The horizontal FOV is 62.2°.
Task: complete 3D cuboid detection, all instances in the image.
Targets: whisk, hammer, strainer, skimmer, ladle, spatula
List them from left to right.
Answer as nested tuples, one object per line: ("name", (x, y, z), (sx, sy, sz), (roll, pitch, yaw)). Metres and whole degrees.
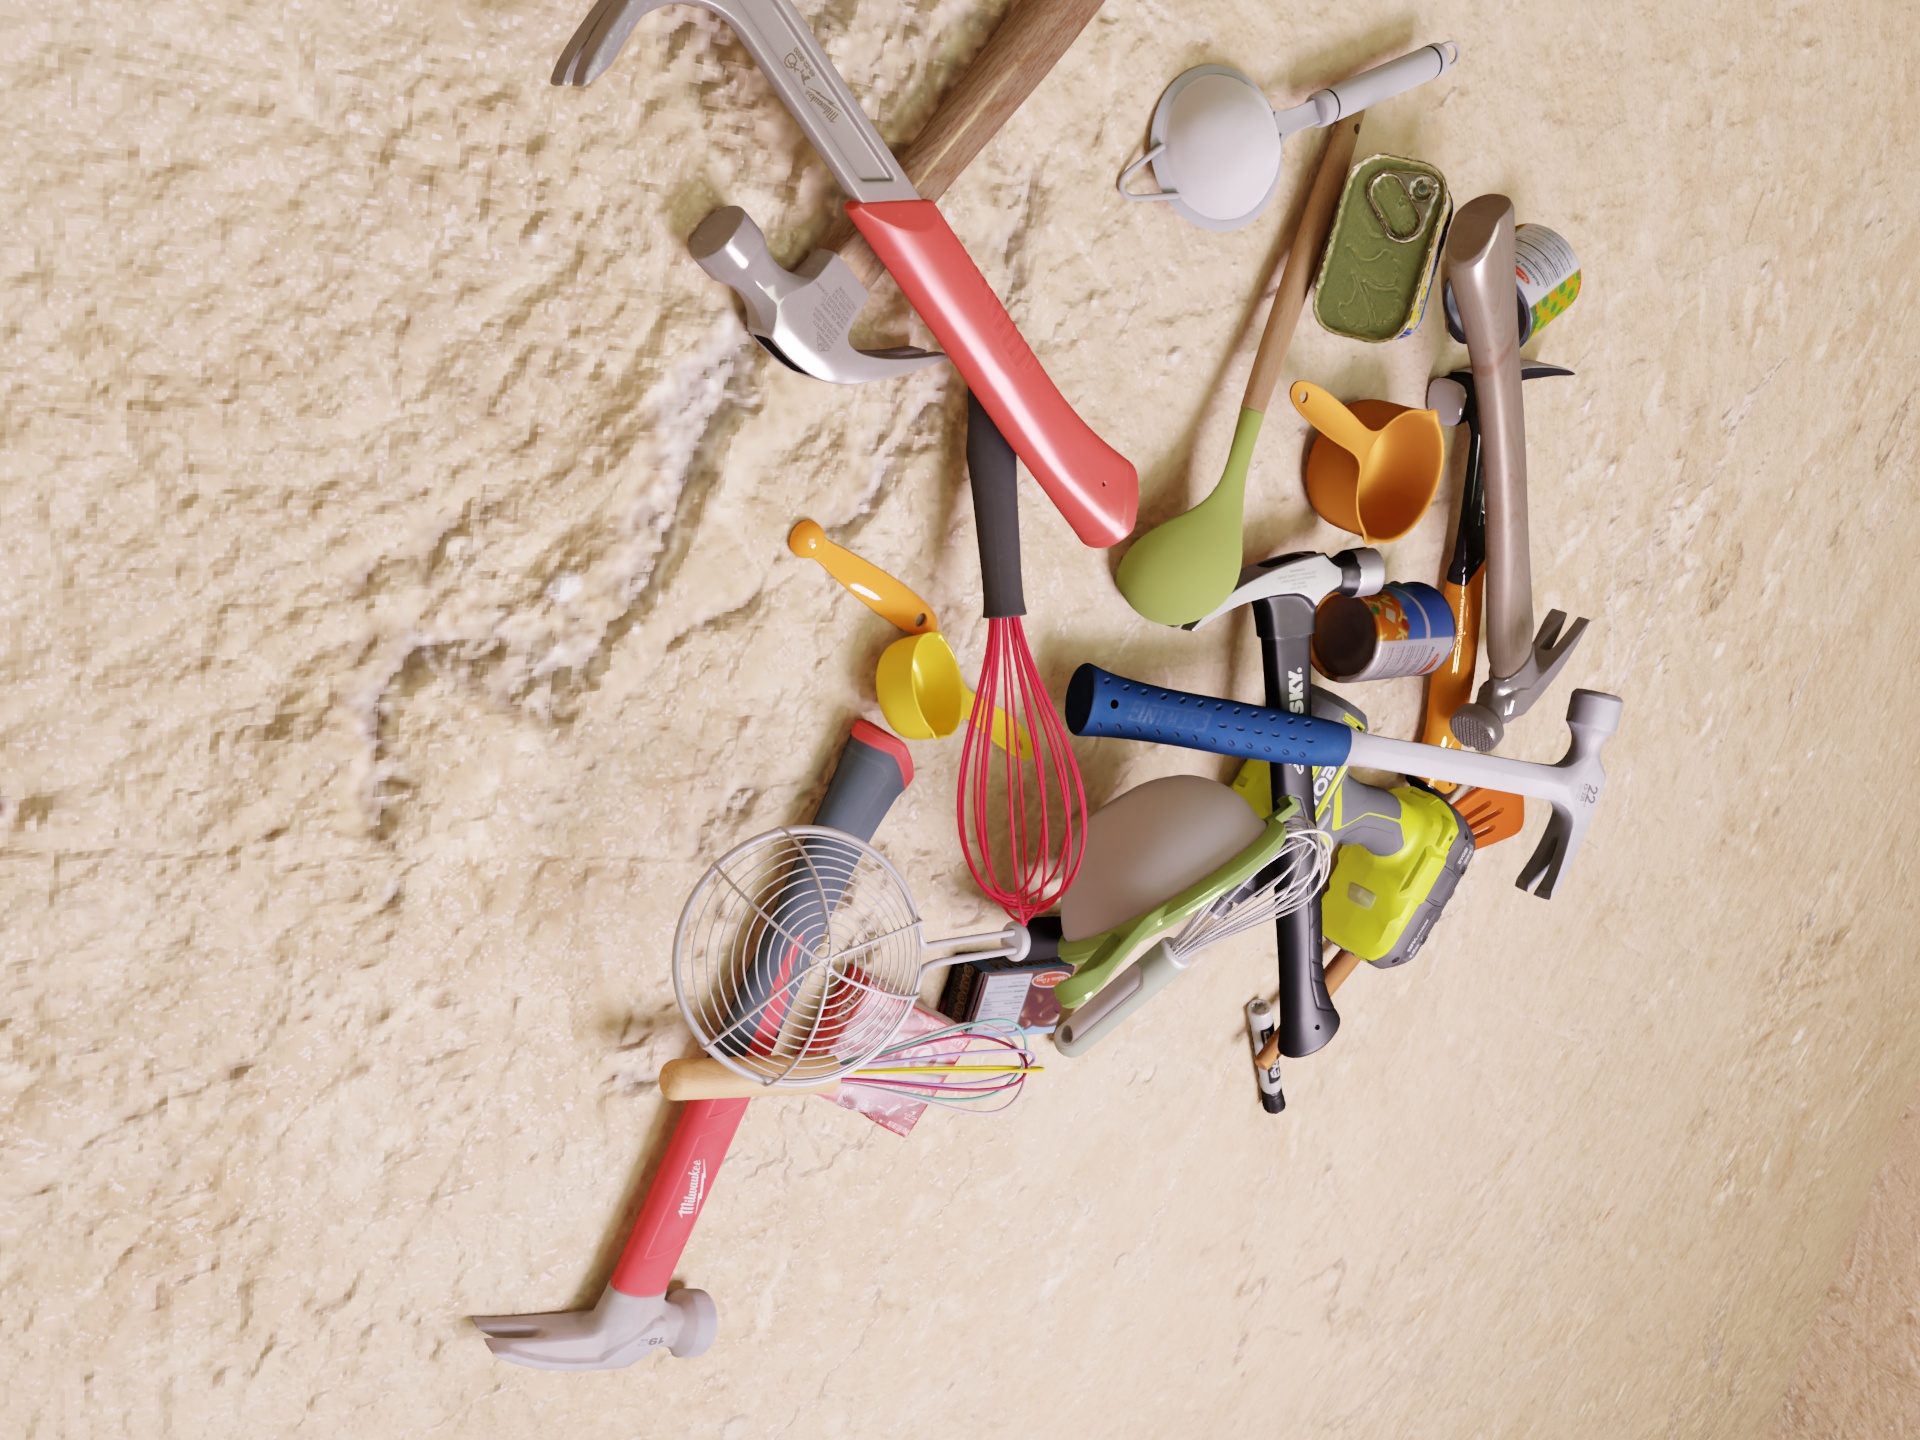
("hammer", (-0.130, 0.177, 0.862), (0.143, 0.038, 0.386), (18, 98, -43))
("whisk", (-0.051, 0.193, 0.879), (0.244, 0.047, 0.051), (7, 107, -37))
("hammer", (-0.019, -0.199, 0.722), (0.149, 0.037, 0.358), (-50, 131, -11))
("skimmer", (-0.020, 0.124, 0.890), (0.363, 0.090, 0.127), (10, 81, -65))
("hammer", (0.016, -0.297, 0.756), (0.331, 0.031, 0.129), (-53, 134, -8))
("whisk", (0.025, -0.036, 0.838), (0.073, 0.073, 0.296), (-10, 99, -38))
("strainer", (0.088, 0.085, 0.876), (0.151, 0.069, 0.256), (-30, 179, 25))
("whisk", (0.143, 0.144, 1.016), (0.059, 0.058, 0.246), (19, 127, -39))
("ladle", (0.171, -0.208, 0.938), (0.078, 0.062, 0.320), (17, 93, -44))
("hammer", (0.212, 0.061, 1.032), (0.146, 0.035, 0.334), (-10, 104, -21))
("strainer", (0.196, -0.338, 0.880), (0.258, 0.050, 0.086), (-31, 110, -27))
("hammer", (0.249, 0.024, 1.002), (0.405, 0.035, 0.144), (9, 96, -24))
("spatula", (0.339, 0.158, 1.251), (0.322, 0.041, 0.080), (-44, 134, -22))
("hammer", (0.374, -0.096, 1.169), (0.127, 0.034, 0.336), (-19, 122, -32))
("hammer", (0.369, -0.164, 1.066), (0.146, 0.038, 0.410), (-44, 137, -23))

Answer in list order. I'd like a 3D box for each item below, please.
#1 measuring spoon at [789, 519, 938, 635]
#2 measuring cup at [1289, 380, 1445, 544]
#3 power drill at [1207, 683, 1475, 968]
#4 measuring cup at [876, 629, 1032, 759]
("measuring spoon", (-0.046, -0.071, 0.829), (0.116, 0.011, 0.021), (33, 88, -45))
("measuring cup", (0.237, -0.175, 0.997), (0.173, 0.052, 0.095), (24, 94, -43))
("power drill", (0.265, 0.090, 1.141), (0.223, 0.080, 0.171), (30, 89, -41))
("measuring cup", (-0.001, -0.003, 0.892), (0.156, 0.029, 0.062), (34, 53, -58))
